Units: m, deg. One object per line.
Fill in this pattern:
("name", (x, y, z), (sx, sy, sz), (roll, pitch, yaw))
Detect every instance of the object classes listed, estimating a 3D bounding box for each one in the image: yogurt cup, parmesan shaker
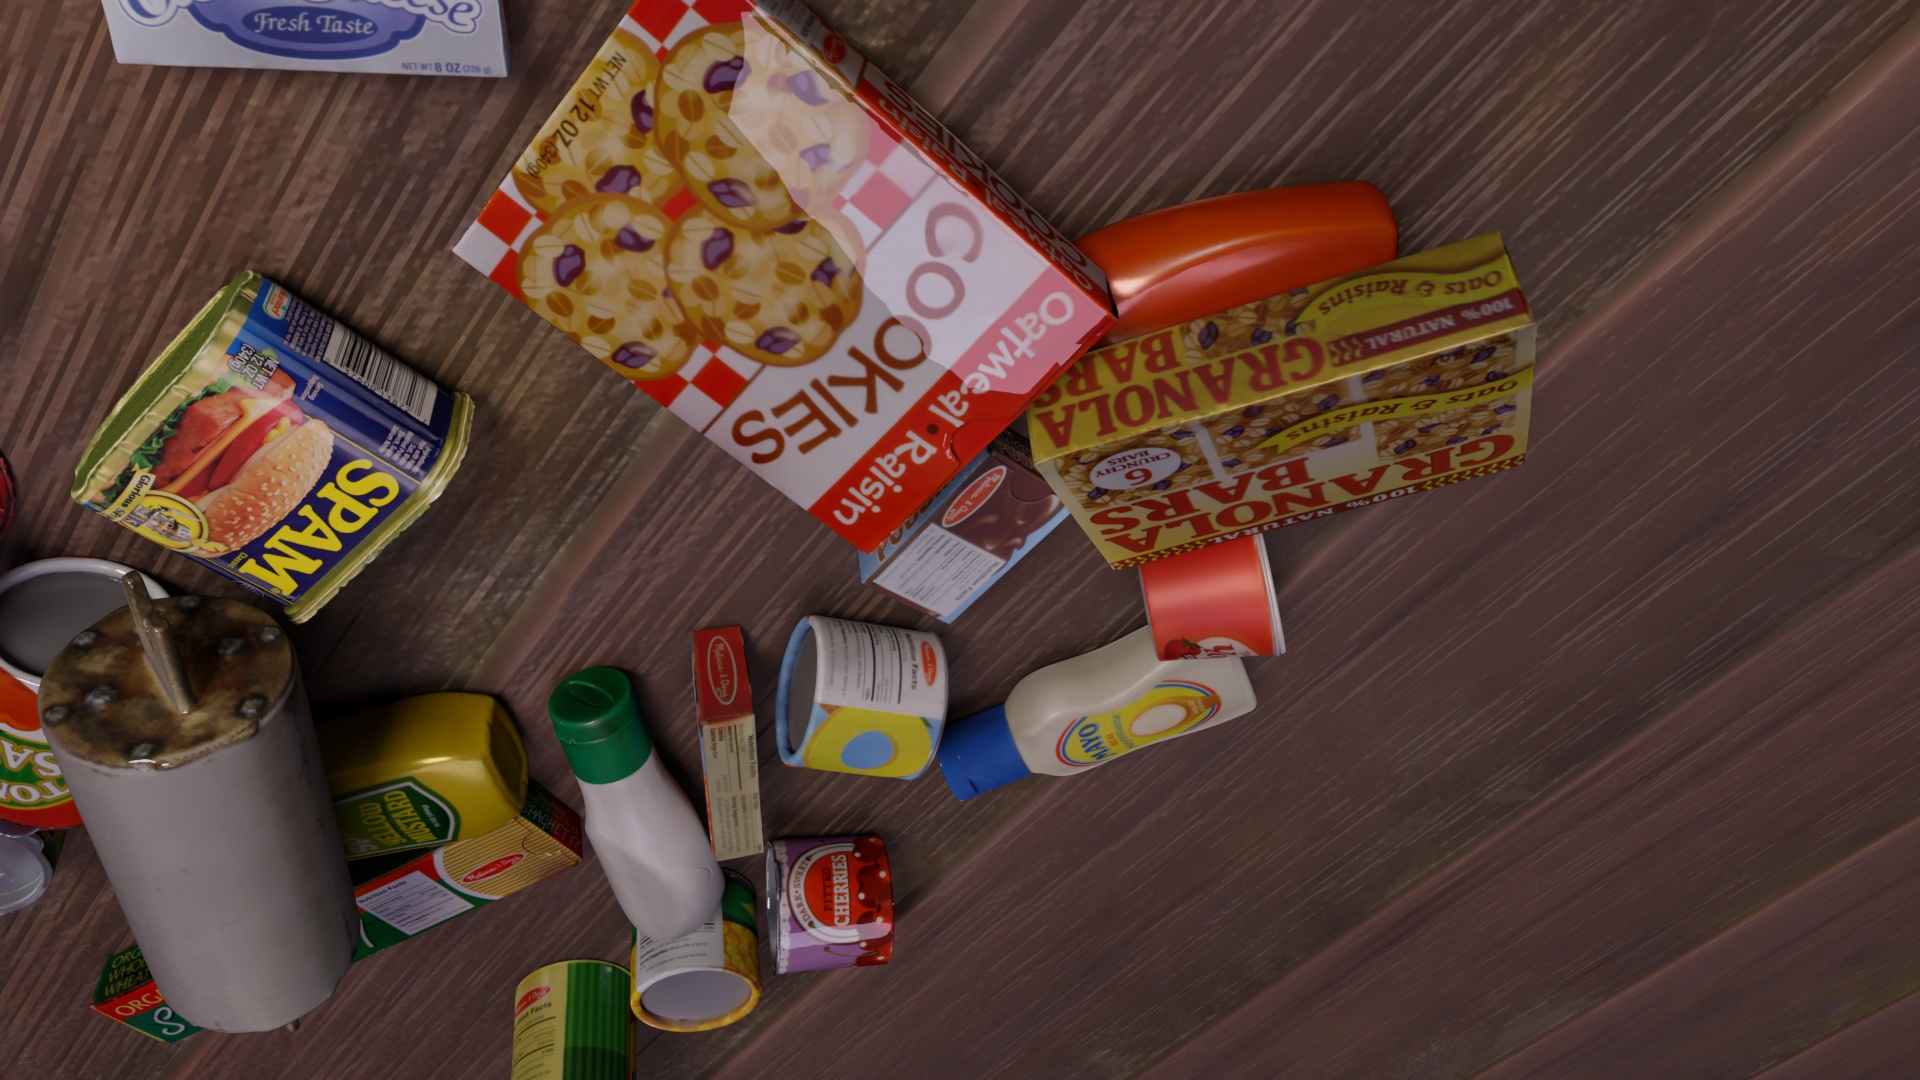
("yogurt cup", (0.105, 0.020, 0.594), (0.054, 0.073, 0.072), (-11, 135, 9))
("parmesan shaker", (-0.208, 0.289, 0.744), (0.071, 0.103, 0.071), (-7, 134, -7))

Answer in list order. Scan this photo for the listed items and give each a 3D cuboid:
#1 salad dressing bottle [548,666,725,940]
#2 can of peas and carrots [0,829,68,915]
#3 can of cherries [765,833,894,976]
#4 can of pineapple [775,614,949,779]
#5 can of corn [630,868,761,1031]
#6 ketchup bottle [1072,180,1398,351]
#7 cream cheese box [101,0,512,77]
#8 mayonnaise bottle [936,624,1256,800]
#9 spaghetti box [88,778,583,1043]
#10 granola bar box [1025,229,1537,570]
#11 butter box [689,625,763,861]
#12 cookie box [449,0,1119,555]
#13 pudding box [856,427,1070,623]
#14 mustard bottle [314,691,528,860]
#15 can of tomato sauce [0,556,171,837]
("salad dressing bottle", (-0.149, 0.122, 0.637), (0.064, 0.044, 0.146), (19, 137, 31))
("can of peas and carrots", (-0.394, 0.108, 0.559), (0.071, 0.059, 0.070), (-7, 134, -8))
("can of cherries", (-0.067, 0.183, 0.702), (0.058, 0.072, 0.071), (-1, 133, -13))
("can of pineapple", (-0.044, 0.069, 0.602), (0.058, 0.071, 0.070), (10, 130, -21))
("can of corn", (-0.137, 0.214, 0.722), (0.071, 0.058, 0.070), (-7, 134, -7))
("ketchup bottle", (0.076, -0.091, 0.495), (0.149, 0.044, 0.064), (-7, 141, -7))
("cream cheese box", (-0.180, -0.159, 0.383), (0.104, 0.024, 0.053), (-2, 132, -12))
("mayonnaise bottle", (0.062, 0.080, 0.655), (0.148, 0.041, 0.064), (-23, 136, 8))
("spaghetti box", (-0.302, 0.180, 0.671), (0.250, 0.029, 0.050), (-25, 133, 10))
("granola bar box", (0.118, -0.044, 0.509), (0.165, 0.039, 0.124), (-15, 157, 15))
("butter box", (-0.104, 0.092, 0.618), (0.024, 0.053, 0.103), (-6, 134, -11))
("cookie box", (-0.053, -0.087, 0.440), (0.167, 0.040, 0.122), (38, 117, -20))
("pudding box", (0.002, -0.007, 0.566), (0.049, 0.030, 0.083), (28, 121, -32))
("mustard bottle", (-0.272, 0.110, 0.598), (0.160, 0.049, 0.065), (-14, 133, -1))
("can of tomato sauce", (-0.335, 0.058, 0.519), (0.071, 0.071, 0.082), (15, 127, -25))
